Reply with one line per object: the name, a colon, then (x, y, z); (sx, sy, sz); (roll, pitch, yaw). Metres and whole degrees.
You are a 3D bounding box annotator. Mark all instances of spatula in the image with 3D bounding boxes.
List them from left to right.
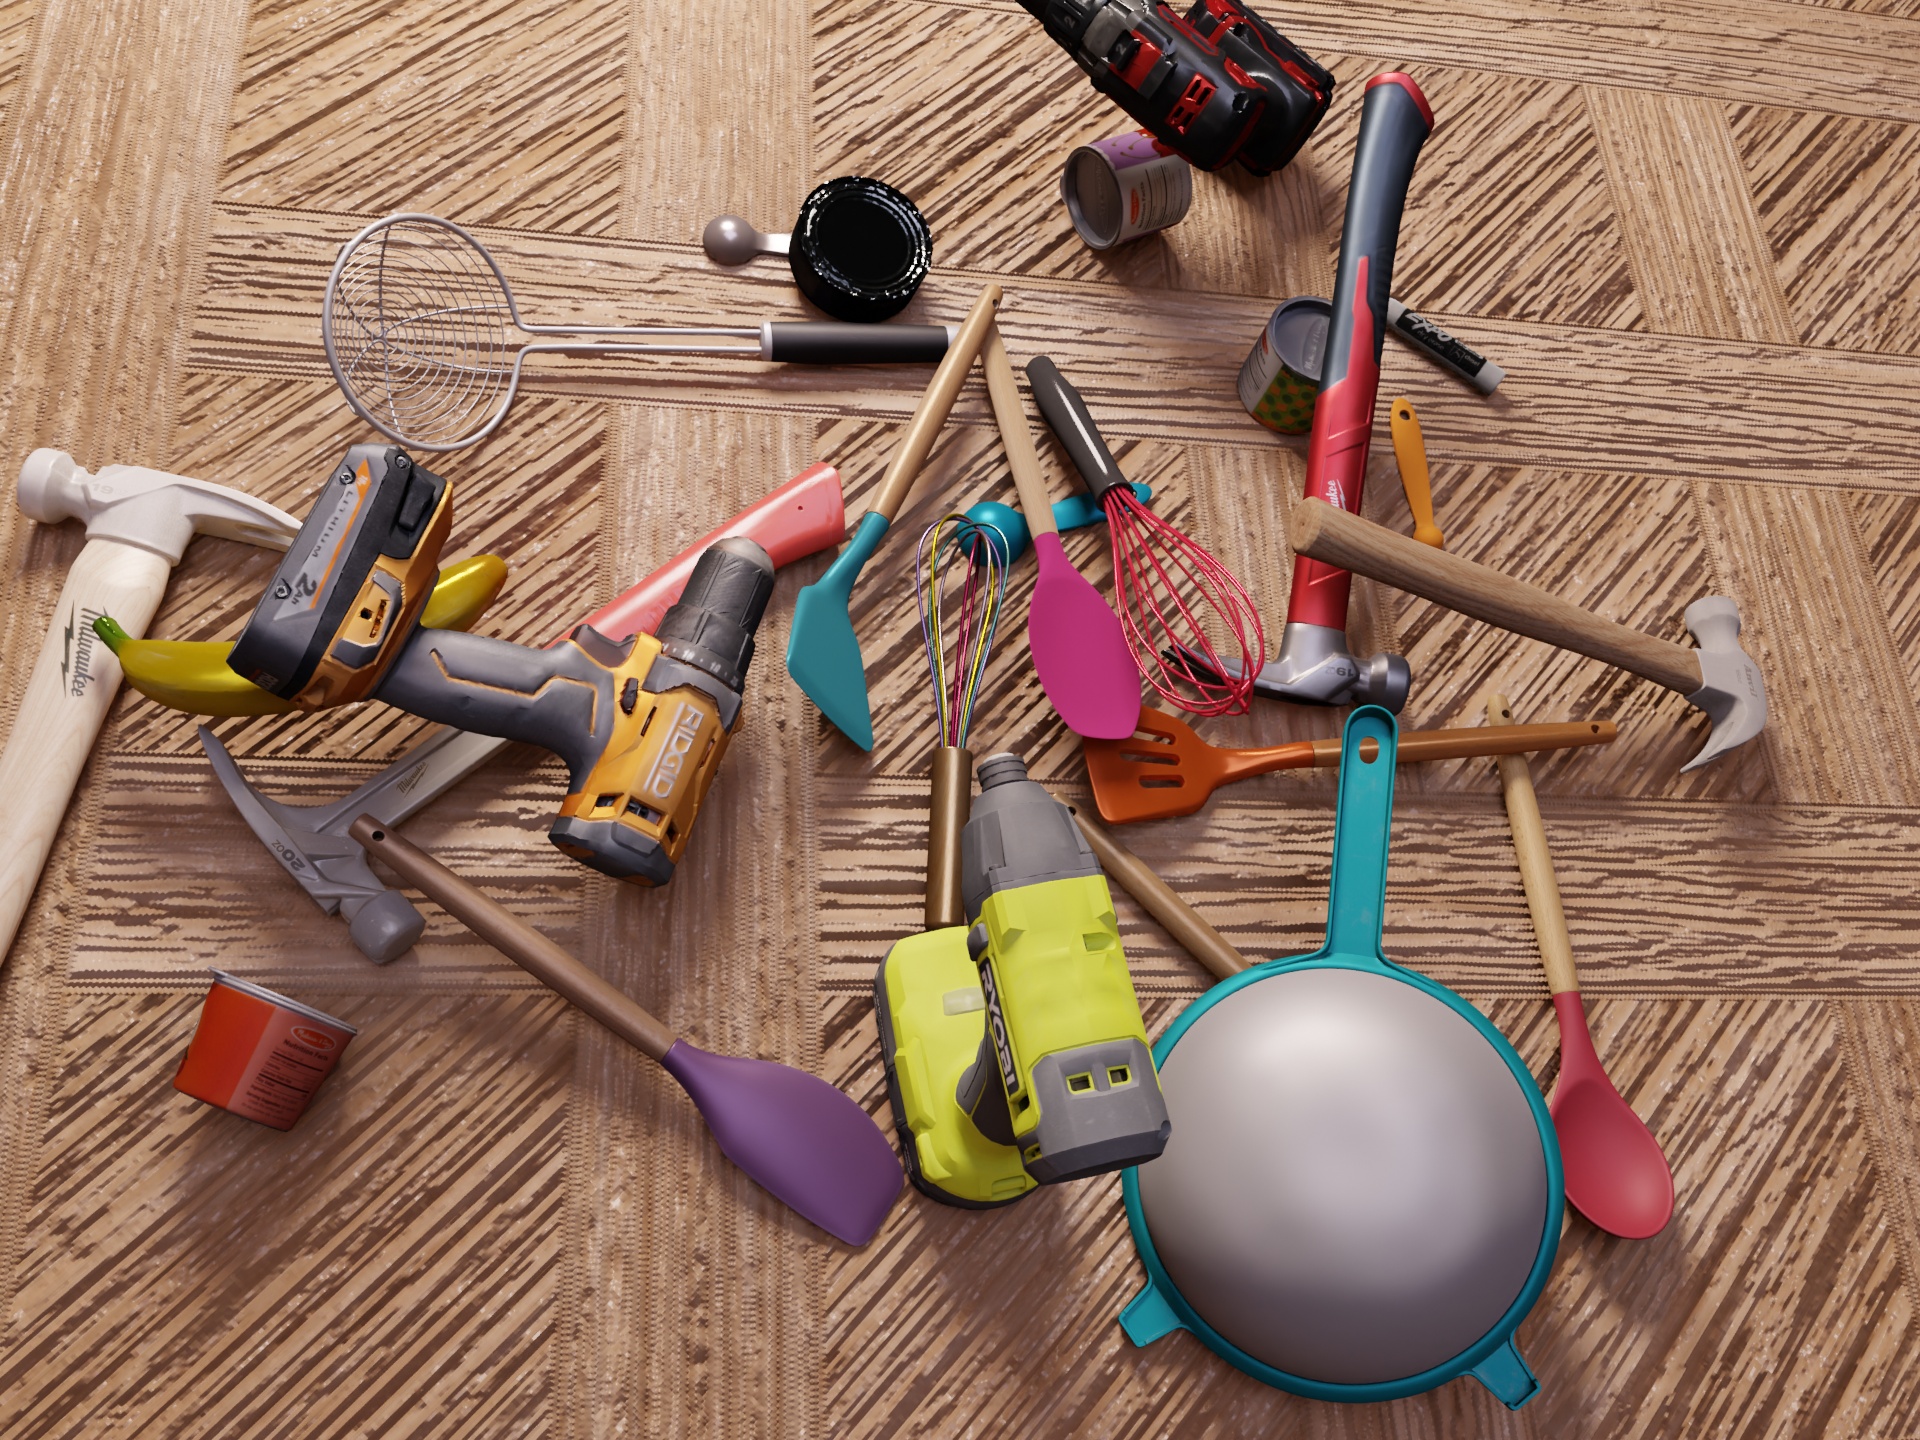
spatula: (-0.160, 0.141, 0.764); (0.316, 0.018, 0.060); (36, 63, -4)
spatula: (-0.028, -0.134, 0.909); (0.044, 0.082, 0.318); (2, 58, 38)
spatula: (0.224, 0.014, 0.900); (0.322, 0.041, 0.081); (-4, 66, -8)

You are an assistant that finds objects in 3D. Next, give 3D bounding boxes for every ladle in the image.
ladle: (0.163, 0.146, 0.827); (0.078, 0.062, 0.320); (-43, 77, -14)
ladle: (0.331, 0.127, 0.886); (0.069, 0.031, 0.316); (3, 63, -13)

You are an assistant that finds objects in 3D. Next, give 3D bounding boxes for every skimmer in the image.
skimmer: (-0.166, -0.218, 0.906); (0.363, 0.090, 0.127); (-3, 99, -16)

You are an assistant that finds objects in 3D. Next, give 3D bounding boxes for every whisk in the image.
whisk: (0.000, -0.002, 0.869); (0.051, 0.047, 0.245); (-2, 69, 13)
whisk: (0.095, -0.113, 0.903); (0.073, 0.073, 0.296); (-11, 52, -16)

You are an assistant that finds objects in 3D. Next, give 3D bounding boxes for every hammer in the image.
hammer: (-0.440, 0.059, 0.752); (0.146, 0.038, 0.411); (13, 64, -7)
hammer: (-0.207, -0.038, 0.845); (0.359, 0.036, 0.149); (-40, 79, -24)
hammer: (0.216, -0.202, 0.944); (0.143, 0.038, 0.386); (10, 82, -7)
hammer: (0.335, -0.058, 0.918); (0.331, 0.031, 0.130); (17, 53, -19)

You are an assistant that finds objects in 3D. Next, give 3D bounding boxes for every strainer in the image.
strainer: (0.187, 0.146, 0.757); (0.211, 0.095, 0.340); (5, 74, 12)

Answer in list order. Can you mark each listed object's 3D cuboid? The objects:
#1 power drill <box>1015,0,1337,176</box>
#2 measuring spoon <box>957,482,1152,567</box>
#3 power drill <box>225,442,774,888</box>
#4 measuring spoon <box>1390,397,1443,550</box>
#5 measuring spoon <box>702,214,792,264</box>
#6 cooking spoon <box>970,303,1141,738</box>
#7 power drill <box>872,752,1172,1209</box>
power drill: (0.132, -0.422, 1.004); (0.188, 0.080, 0.227); (43, 31, 9)
measuring spoon: (0.059, -0.125, 0.946); (0.128, 0.021, 0.042); (-18, 71, -17)
power drill: (-0.204, -0.046, 0.767); (0.226, 0.084, 0.185); (30, 69, -24)
measuring spoon: (0.292, -0.159, 1.017); (0.021, 0.011, 0.117); (2, 65, -11)
measuring spoon: (-0.099, -0.303, 0.998); (0.124, 0.018, 0.034); (-2, 66, -13)
cooking spoon: (0.044, -0.125, 0.923); (0.068, 0.017, 0.319); (4, 56, -28)
power drill: (0.020, 0.127, 0.710); (0.080, 0.223, 0.171); (-8, 68, -15)
